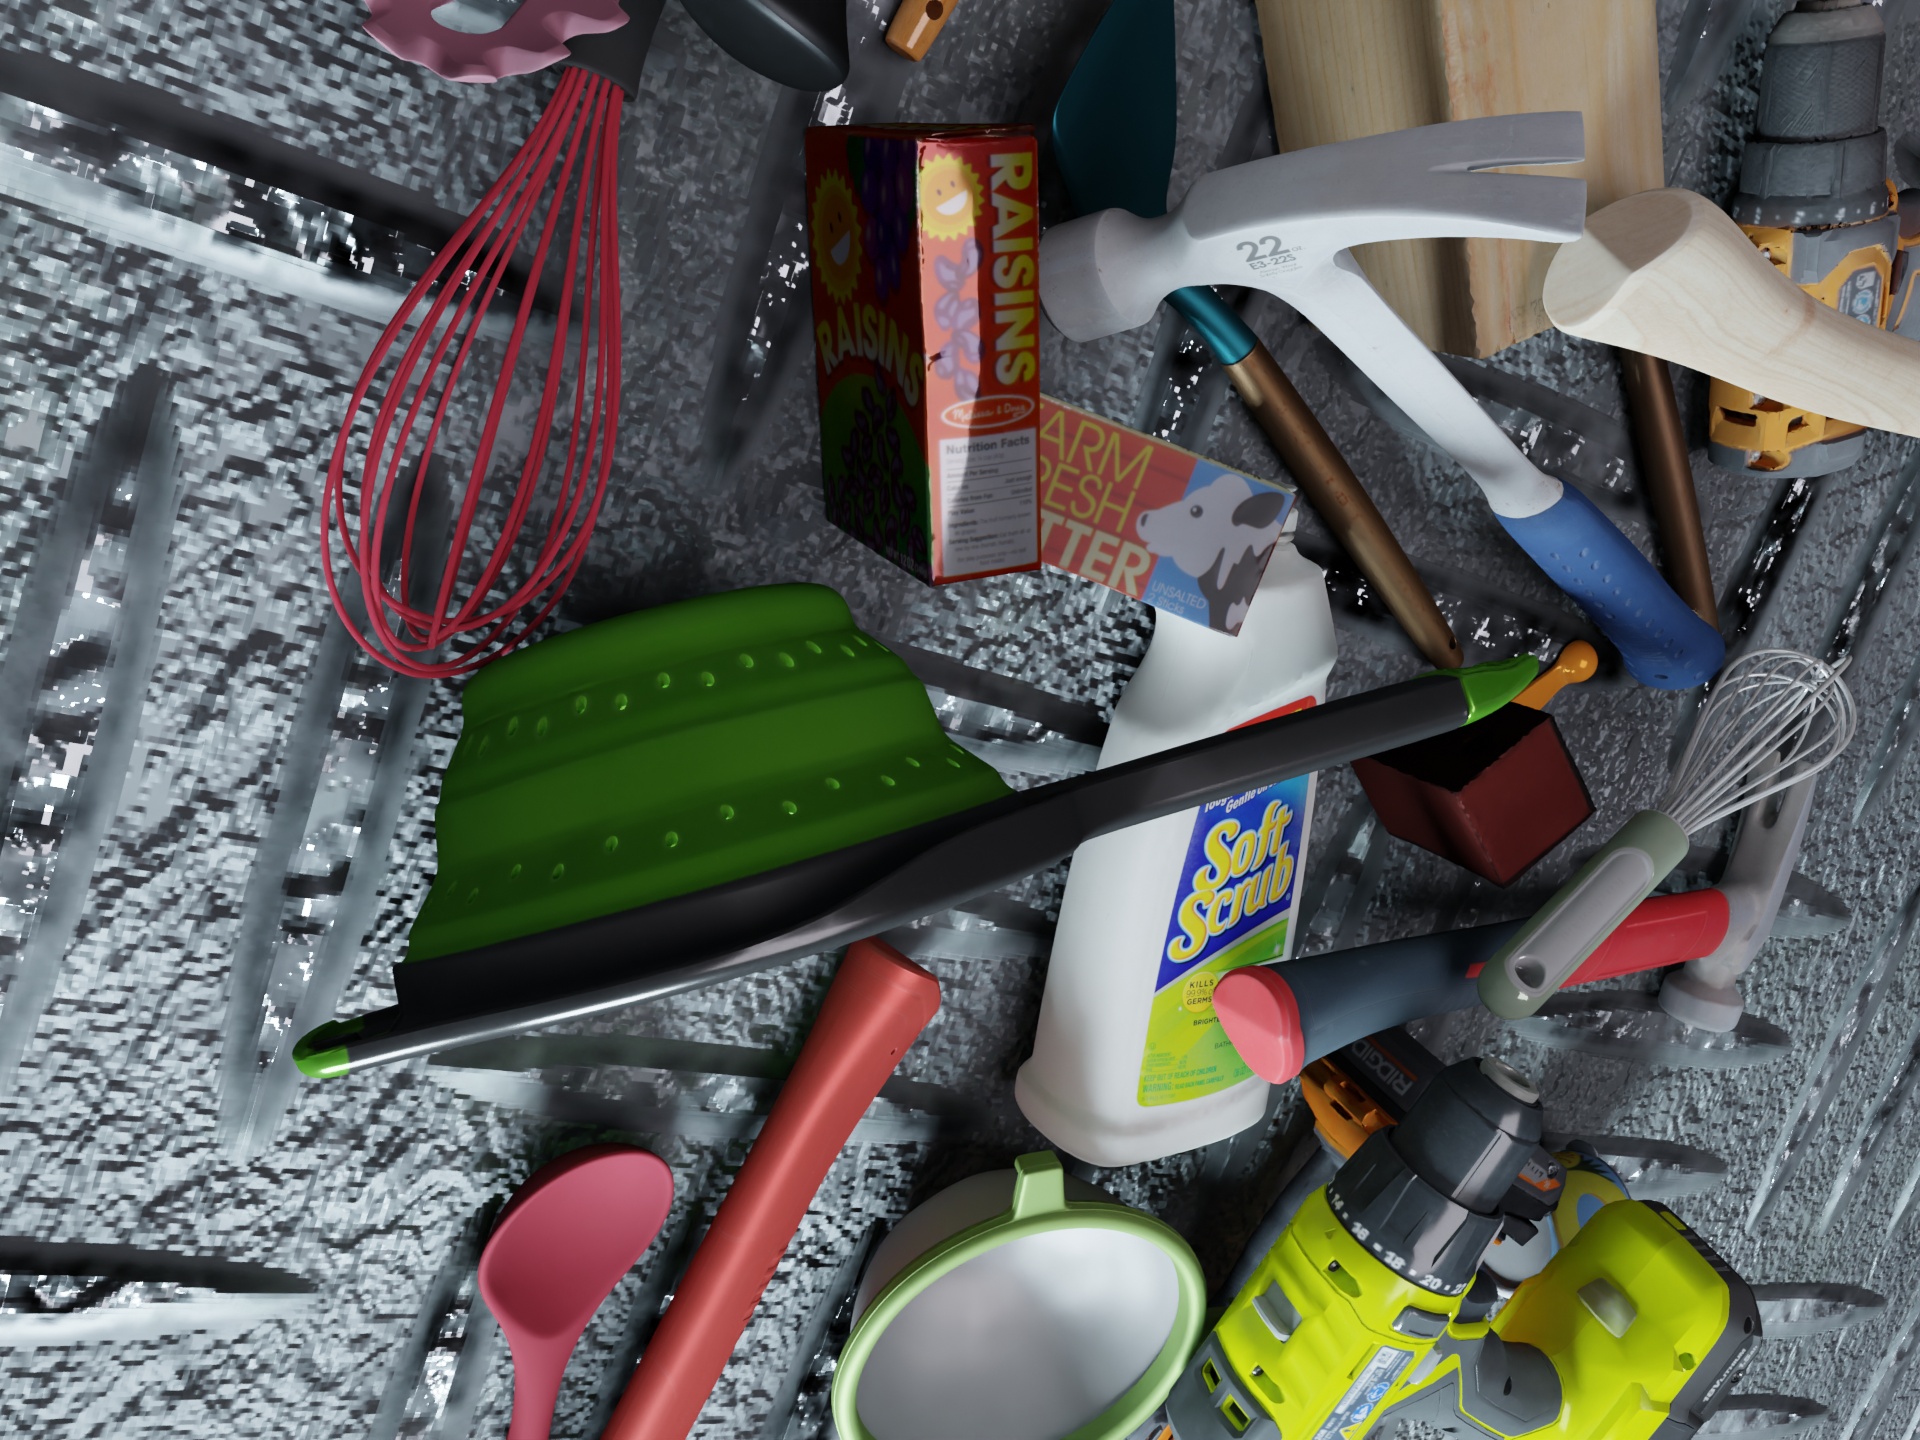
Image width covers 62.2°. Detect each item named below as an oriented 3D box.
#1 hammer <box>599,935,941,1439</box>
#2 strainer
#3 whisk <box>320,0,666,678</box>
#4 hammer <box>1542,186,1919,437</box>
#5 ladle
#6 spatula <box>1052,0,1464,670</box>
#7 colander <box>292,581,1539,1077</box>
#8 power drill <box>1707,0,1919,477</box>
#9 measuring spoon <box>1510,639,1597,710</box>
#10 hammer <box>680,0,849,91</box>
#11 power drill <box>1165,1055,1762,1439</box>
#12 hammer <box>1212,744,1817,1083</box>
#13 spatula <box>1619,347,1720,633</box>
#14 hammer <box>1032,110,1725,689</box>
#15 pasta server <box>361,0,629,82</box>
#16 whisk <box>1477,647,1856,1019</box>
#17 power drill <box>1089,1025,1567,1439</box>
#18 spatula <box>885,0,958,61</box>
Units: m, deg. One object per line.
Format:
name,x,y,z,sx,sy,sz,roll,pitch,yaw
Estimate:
hammer,-0.110,0.239,0.563,0.149,0.037,0.359,26,92,-57
strainer,-0.023,0.262,0.632,0.256,0.069,0.151,-41,124,7
whisk,-0.104,-0.152,0.427,0.073,0.073,0.296,17,94,-32
hammer,0.355,-0.119,0.606,0.410,0.038,0.146,3,134,-34
ladle,-0.161,0.285,0.582,0.069,0.031,0.315,0,111,-39
spatula,0.120,-0.114,0.566,0.317,0.044,0.082,45,63,-35
colander,-0.001,-0.002,0.477,0.397,0.204,0.094,-15,89,-19
power drill,0.415,-0.214,0.667,0.226,0.084,0.185,-17,116,-16
measuring spoon,0.238,0.006,0.695,0.117,0.011,0.021,-40,122,-9
hammer,-0.022,-0.316,0.367,0.146,0.035,0.335,5,91,-28
power drill,0.213,0.232,0.633,0.228,0.080,0.190,23,105,-32
hammer,0.252,0.085,0.679,0.386,0.038,0.143,-1,109,-40
spatula,0.280,-0.146,0.655,0.060,0.018,0.315,-35,121,-9
hammer,0.199,-0.082,0.553,0.405,0.144,0.035,23,69,-48
pasta server,-0.016,-0.243,0.408,0.316,0.040,0.060,-34,108,-18
whisk,0.290,0.042,0.647,0.246,0.058,0.059,-36,165,-25
power drill,0.161,0.255,0.714,0.226,0.084,0.164,-50,125,2
spatula,0.062,-0.340,0.461,0.081,0.041,0.322,26,100,-34
